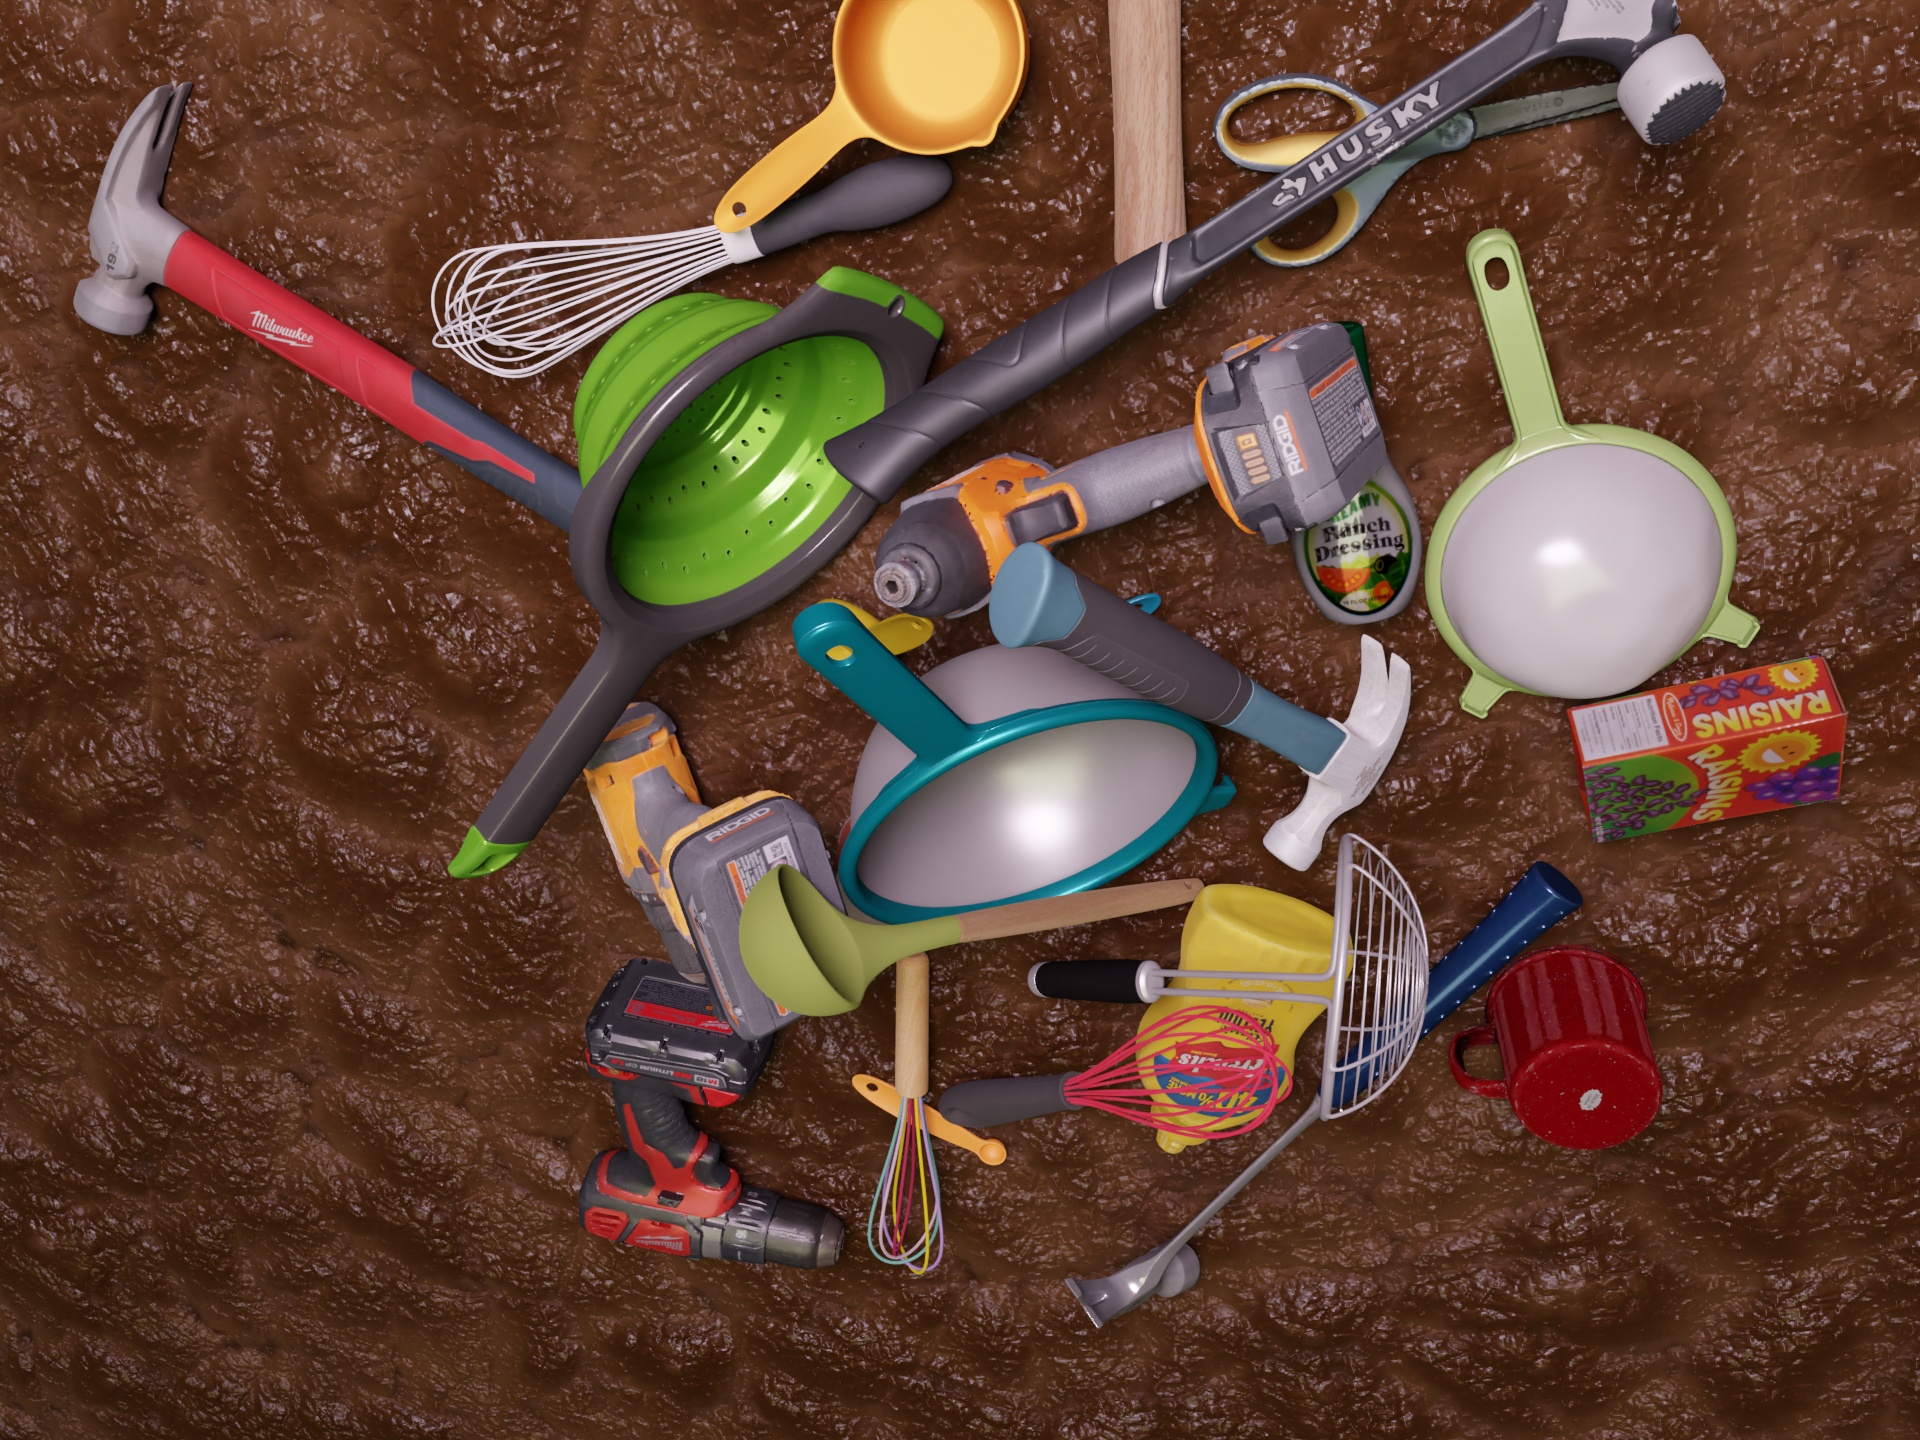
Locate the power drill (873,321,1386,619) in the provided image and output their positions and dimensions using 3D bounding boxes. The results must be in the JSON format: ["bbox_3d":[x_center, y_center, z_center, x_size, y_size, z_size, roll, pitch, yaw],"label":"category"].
[{"bbox_3d":[0.069,-0.106,0.746,0.226,0.164,0.084,-15,103,30],"label":"power drill"}]

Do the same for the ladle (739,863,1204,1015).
[{"bbox_3d":[0.023,0.101,0.844,0.062,0.320,0.078,-51,55,40],"label":"ladle"}]

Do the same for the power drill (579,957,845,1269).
[{"bbox_3d":[-0.166,0.282,1.077,0.188,0.080,0.226,11,122,6],"label":"power drill"}]

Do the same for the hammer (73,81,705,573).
[{"bbox_3d":[-0.290,-0.184,0.871,0.386,0.038,0.143,32,118,-6],"label":"hammer"}]

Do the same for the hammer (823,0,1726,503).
[{"bbox_3d":[0.106,-0.215,0.711,0.409,0.036,0.149,-29,65,21],"label":"hammer"}]

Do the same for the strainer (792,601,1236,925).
[{"bbox_3d":[-0.001,-0.003,0.811,0.211,0.095,0.340,-28,147,12],"label":"strainer"}]

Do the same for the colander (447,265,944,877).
[{"bbox_3d":[-0.174,-0.085,0.825,0.095,0.204,0.397,46,109,21],"label":"colander"}]

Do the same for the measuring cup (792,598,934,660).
[{"bbox_3d":[-0.042,-0.050,0.846,0.062,0.029,0.156,36,162,-17],"label":"measuring cup"}]

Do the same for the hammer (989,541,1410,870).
[{"bbox_3d":[0.122,-0.012,0.765,0.330,0.033,0.128,22,106,-48],"label":"hammer"}]

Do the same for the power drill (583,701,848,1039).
[{"bbox_3d":[-0.140,0.100,0.907,0.084,0.226,0.185,-26,117,-23],"label":"power drill"}]

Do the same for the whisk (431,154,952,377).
[{"bbox_3d":[-0.140,-0.234,0.803,0.284,0.070,0.070,-13,115,13],"label":"whisk"}]

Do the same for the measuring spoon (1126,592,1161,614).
[{"bbox_3d":[0.052,-0.045,0.889,0.128,0.021,0.042,-27,140,14],"label":"measuring spoon"}]

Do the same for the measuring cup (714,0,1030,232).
[{"bbox_3d":[-0.044,-0.287,0.749,0.173,0.052,0.095,-32,103,21],"label":"measuring cup"}]

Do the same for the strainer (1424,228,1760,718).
[{"bbox_3d":[0.291,-0.110,0.772,0.151,0.069,0.256,-16,115,19],"label":"strainer"}]

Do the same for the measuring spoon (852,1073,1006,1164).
[{"bbox_3d":[-0.021,0.267,1.077,0.117,0.011,0.021,28,117,0],"label":"measuring spoon"}]

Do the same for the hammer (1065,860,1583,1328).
[{"bbox_3d":[0.215,0.236,0.961,0.405,0.144,0.035,-52,60,23],"label":"hammer"}]

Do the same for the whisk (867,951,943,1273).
[{"bbox_3d":[-0.035,0.261,1.050,0.051,0.047,0.244,1,110,0],"label":"whisk"}]

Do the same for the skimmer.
[{"bbox_3d":[0.110,0.132,0.828,0.090,0.127,0.363,13,166,-26],"label":"skimmer"}]

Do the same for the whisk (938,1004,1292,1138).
[{"bbox_3d":[0.081,0.220,0.958,0.073,0.073,0.296,49,140,-15],"label":"whisk"}]

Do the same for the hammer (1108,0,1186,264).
[{"bbox_3d":[0.082,-0.368,0.698,0.130,0.031,0.331,0,118,12],"label":"hammer"}]
